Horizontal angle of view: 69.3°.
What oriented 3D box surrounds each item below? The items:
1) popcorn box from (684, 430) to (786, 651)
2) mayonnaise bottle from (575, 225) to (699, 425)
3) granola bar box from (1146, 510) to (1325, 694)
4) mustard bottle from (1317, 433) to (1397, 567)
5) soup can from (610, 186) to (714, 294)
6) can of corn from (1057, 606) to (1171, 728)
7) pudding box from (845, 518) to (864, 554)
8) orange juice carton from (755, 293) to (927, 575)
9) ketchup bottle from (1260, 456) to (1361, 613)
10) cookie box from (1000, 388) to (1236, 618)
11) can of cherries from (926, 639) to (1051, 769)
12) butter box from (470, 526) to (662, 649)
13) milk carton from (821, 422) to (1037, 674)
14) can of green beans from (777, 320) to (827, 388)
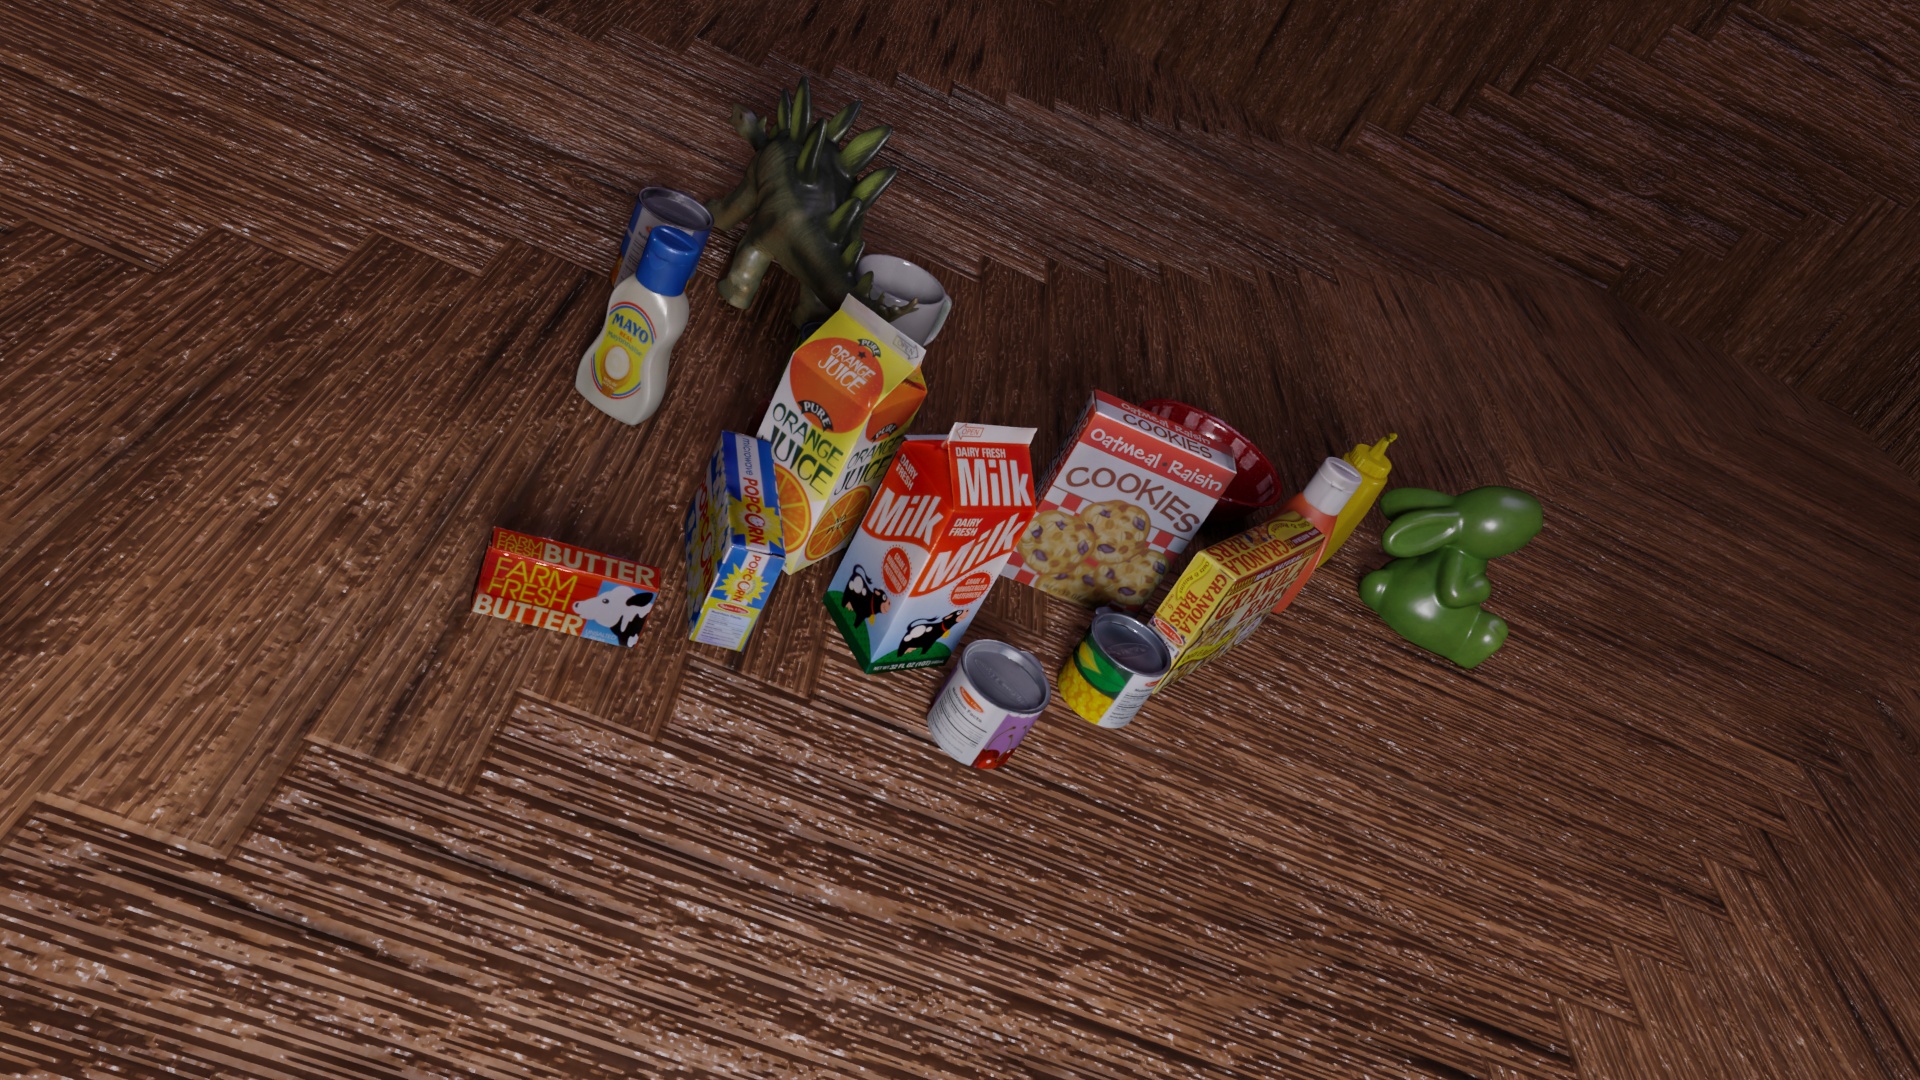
[{"bbox_3d":[-0.151,-0.002,0.921,0.038,0.084,0.127,14,35,-24],"label":"popcorn box"},{"bbox_3d":[-0.232,-0.159,1.016,0.065,0.147,0.041,34,32,6],"label":"mayonnaise bottle"},{"bbox_3d":[0.212,0.047,1.107,0.039,0.123,0.166,44,34,21],"label":"granola bar box"},{"bbox_3d":[0.366,-0.043,1.324,0.049,0.159,0.065,45,35,23],"label":"mustard bottle"},{"bbox_3d":[-0.254,-0.250,1.187,0.071,0.083,0.072,21,33,-14],"label":"soup can"},{"bbox_3d":[0.111,0.094,1.023,0.071,0.058,0.071,21,33,-14],"label":"can of corn"},{"bbox_3d":[-0.037,0.009,1.031,0.084,0.049,0.030,14,35,-24],"label":"pudding box"},{"bbox_3d":[-0.090,-0.075,0.972,0.072,0.191,0.073,39,33,15],"label":"orange juice carton"},{"bbox_3d":[0.298,-0.006,1.227,0.065,0.148,0.044,30,31,0],"label":"ketchup bottle"},{"bbox_3d":[0.120,-0.024,1.093,0.123,0.166,0.040,22,32,-13],"label":"cookie box"},{"bbox_3d":[0.020,0.109,0.928,0.071,0.058,0.072,21,33,-14],"label":"can of cherries"},{"bbox_3d":[-0.238,0.029,0.838,0.103,0.053,0.024,16,34,-21],"label":"butter box"},{"bbox_3d":[-0.016,-0.003,0.932,0.072,0.189,0.074,-1,43,-40],"label":"milk carton"},{"bbox_3d":[-0.115,-0.144,1.175,0.071,0.057,0.071,21,33,-14],"label":"can of green beans"}]
